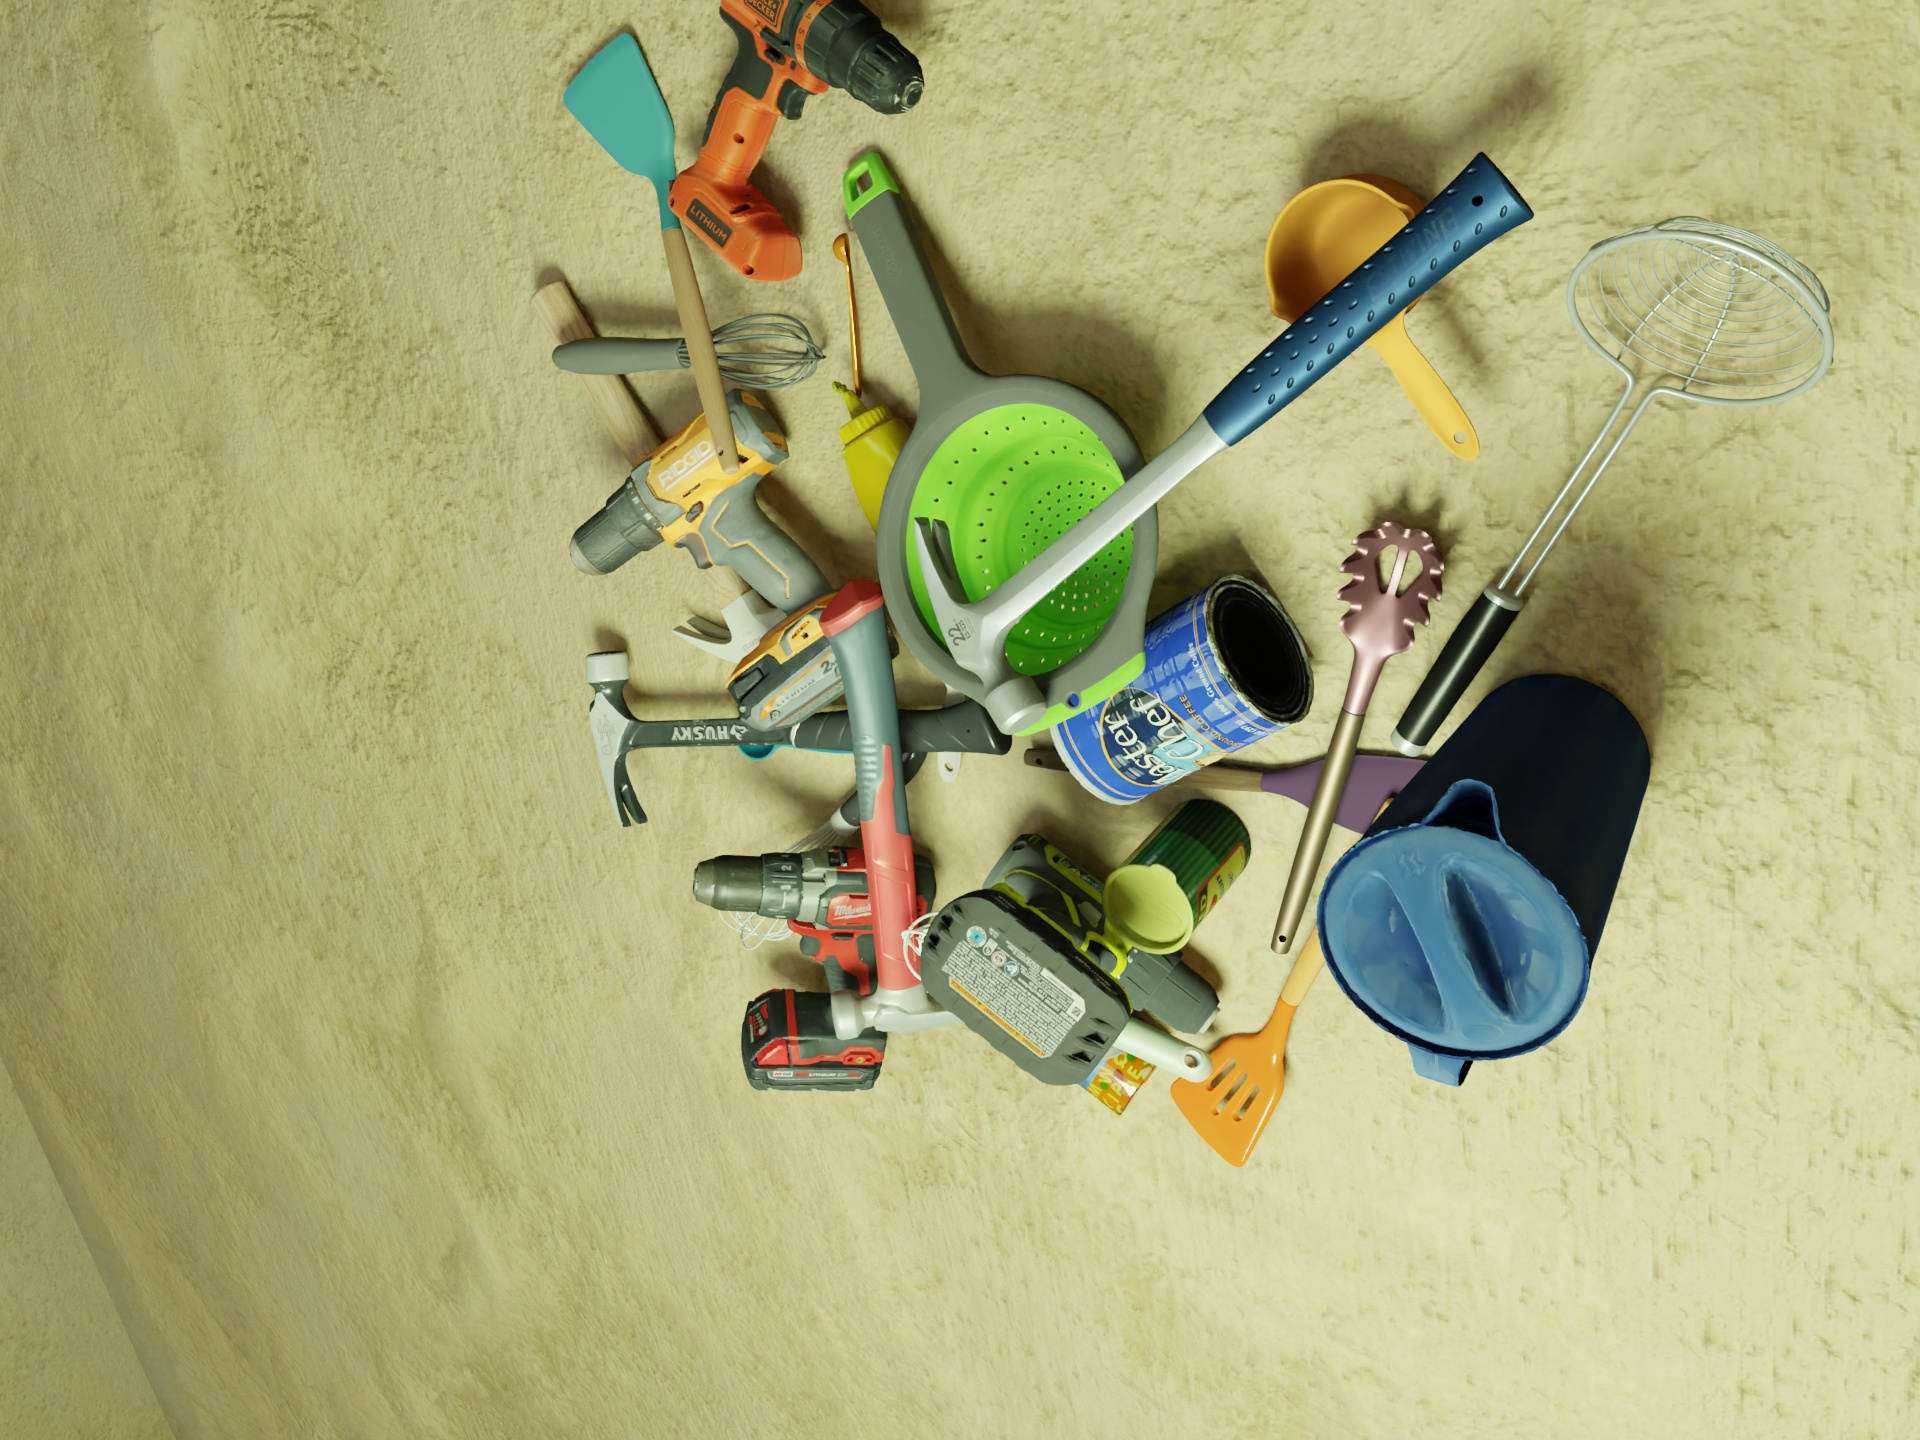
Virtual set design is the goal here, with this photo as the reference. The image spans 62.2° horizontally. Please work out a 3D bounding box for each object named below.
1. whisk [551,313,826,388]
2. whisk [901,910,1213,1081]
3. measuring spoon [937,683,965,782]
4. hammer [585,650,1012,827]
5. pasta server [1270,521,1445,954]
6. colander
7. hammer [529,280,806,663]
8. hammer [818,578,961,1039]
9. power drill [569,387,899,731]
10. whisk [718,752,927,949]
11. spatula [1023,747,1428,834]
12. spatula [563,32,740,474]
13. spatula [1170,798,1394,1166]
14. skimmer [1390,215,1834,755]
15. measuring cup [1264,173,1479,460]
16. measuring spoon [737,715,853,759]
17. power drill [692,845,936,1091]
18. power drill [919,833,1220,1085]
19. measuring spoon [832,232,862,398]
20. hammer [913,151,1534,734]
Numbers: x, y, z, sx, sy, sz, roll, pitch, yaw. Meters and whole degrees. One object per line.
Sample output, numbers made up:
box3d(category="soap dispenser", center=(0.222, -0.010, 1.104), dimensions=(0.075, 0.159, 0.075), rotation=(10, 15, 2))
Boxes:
box3d(category="whisk", center=(-0.203, -0.265, 1.154), dimensions=(0.239, 0.055, 0.055), rotation=(5, 116, 27))
box3d(category="whisk", center=(0.069, 0.205, 1.163), dimensions=(0.246, 0.058, 0.059), rotation=(24, 157, 6))
box3d(category="measuring spoon", center=(-0.002, -0.004, 1.190), dimensions=(0.034, 0.018, 0.124), rotation=(25, 132, 21))
box3d(category="hammer", center=(-0.139, 0.013, 1.245), dimensions=(0.409, 0.036, 0.149), rotation=(-1, 96, 34))
box3d(category="pasta server", center=(0.239, 0.020, 1.002), dimensions=(0.060, 0.040, 0.316), rotation=(20, 118, 17))
box3d(category="colander", center=(0.024, -0.189, 1.038), dimensions=(0.204, 0.094, 0.397), rotation=(-28, 77, 32))
box3d(category="hammer", center=(-0.237, -0.191, 1.242), dimensions=(0.130, 0.031, 0.331), rotation=(-29, 94, 40))
box3d(category="hammer", center=(-0.039, 0.073, 1.157), dimensions=(0.143, 0.038, 0.386), rotation=(-9, 123, -8))
box3d(category="power drill", center=(-0.172, -0.102, 1.168), dimensions=(0.185, 0.084, 0.226), rotation=(-33, 85, 15))
box3d(category="whisk", center=(-0.108, 0.099, 1.290), dimensions=(0.070, 0.070, 0.284), rotation=(48, 125, 5))
box3d(category="spatula", center=(0.183, 0.041, 1.080), dimensions=(0.316, 0.018, 0.059), rotation=(6, 115, 31))
box3d(category="spatula", center=(-0.205, -0.318, 1.110), dimensions=(0.082, 0.044, 0.318), rotation=(-25, 75, 37))
box3d(category="spatula", center=(0.230, 0.179, 1.096), dimensions=(0.081, 0.041, 0.322), rotation=(47, 136, 34))
box3d(category="skimmer", center=(0.322, -0.102, 0.861), dimensions=(0.127, 0.090, 0.363), rotation=(29, 128, 8))
box3d(category="measuring cup", center=(0.243, -0.223, 0.883), dimensions=(0.095, 0.052, 0.173), rotation=(-32, 95, 40))
box3d(category="measuring spoon", center=(-0.123, 0.013, 1.281), dimensions=(0.129, 0.021, 0.042), rotation=(4, 101, 23))
box3d(category="power drill", center=(-0.129, 0.194, 1.281), dimensions=(0.188, 0.080, 0.226), rotation=(4, 125, -14))
box3d(category="power drill", center=(0.080, 0.166, 1.084), dimensions=(0.191, 0.228, 0.080), rotation=(37, 105, 13))
box3d(category="measuring spoon", center=(-0.077, -0.275, 1.087), dimensions=(0.011, 0.021, 0.116), rotation=(0, 125, 6))
box3d(category="hammer", center=(0.132, -0.161, 0.890), dimensions=(0.405, 0.035, 0.144), rotation=(-39, 72, 29))
